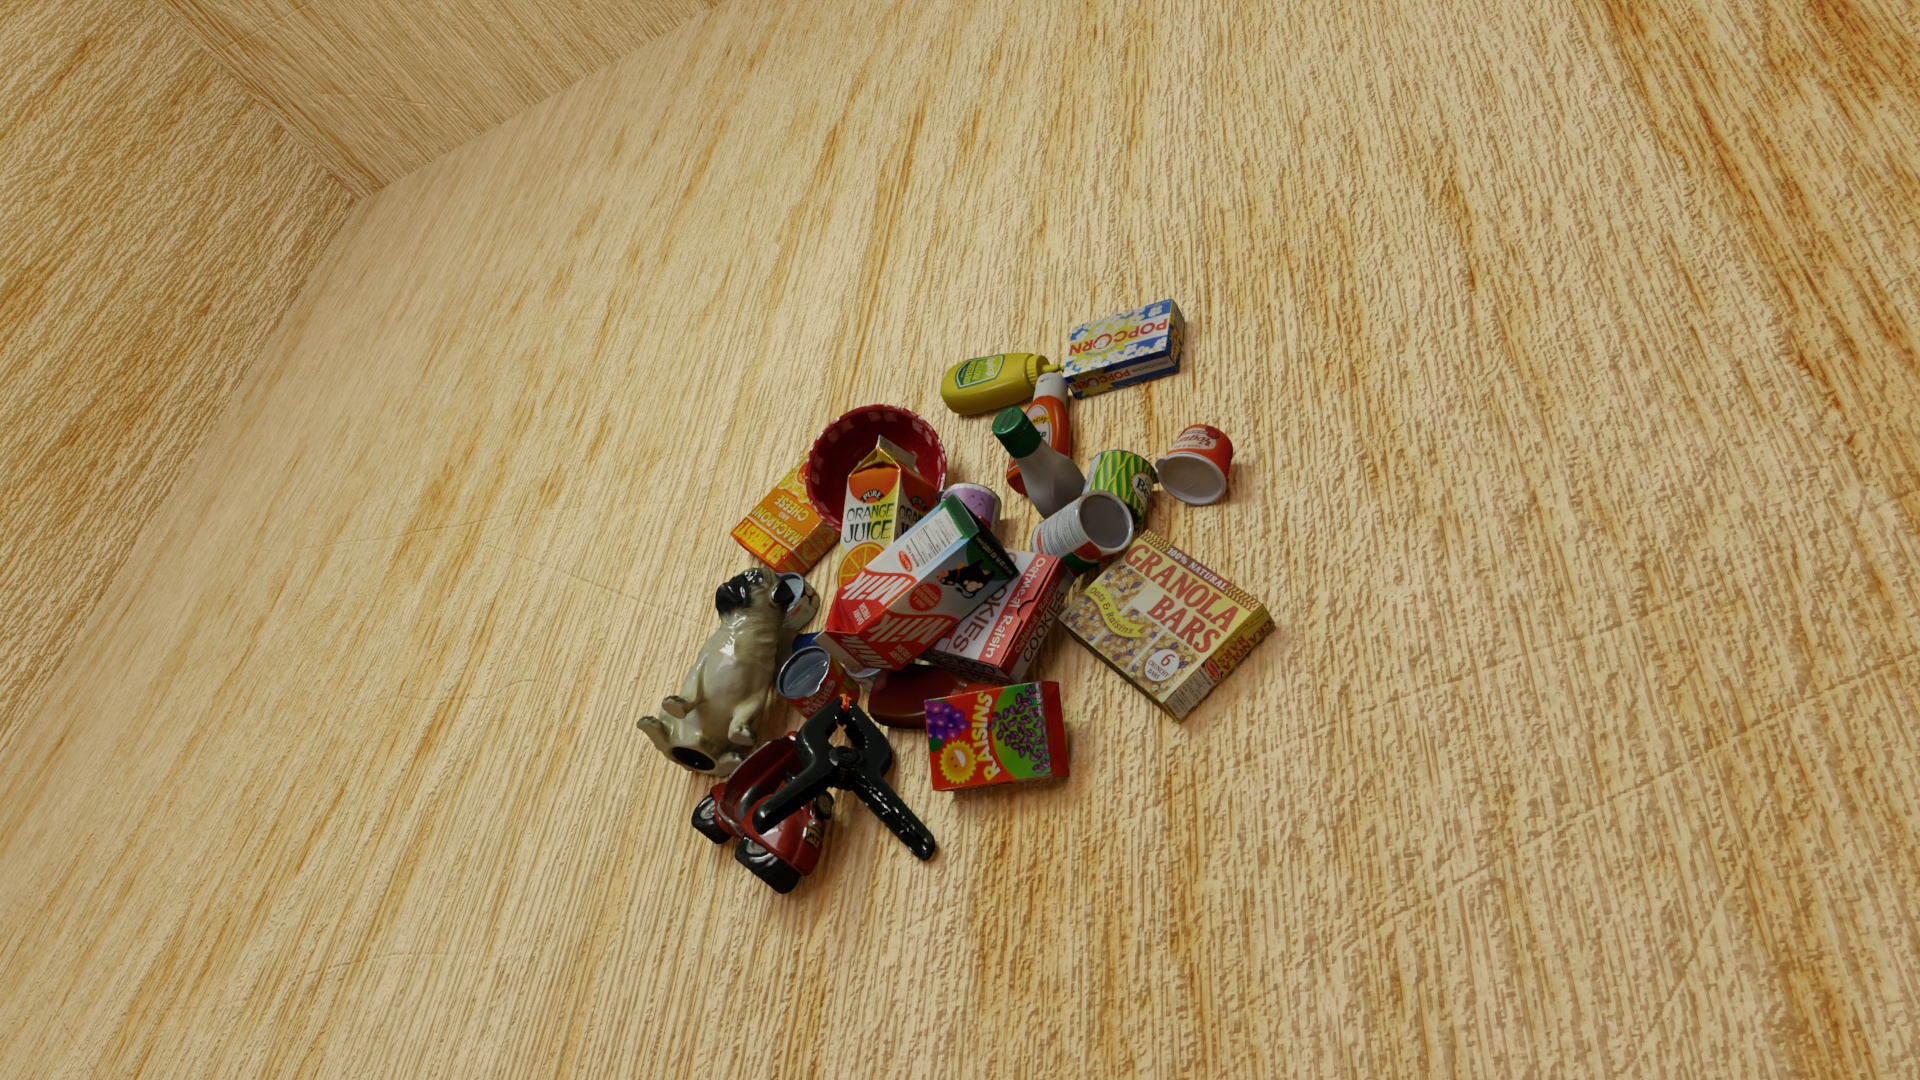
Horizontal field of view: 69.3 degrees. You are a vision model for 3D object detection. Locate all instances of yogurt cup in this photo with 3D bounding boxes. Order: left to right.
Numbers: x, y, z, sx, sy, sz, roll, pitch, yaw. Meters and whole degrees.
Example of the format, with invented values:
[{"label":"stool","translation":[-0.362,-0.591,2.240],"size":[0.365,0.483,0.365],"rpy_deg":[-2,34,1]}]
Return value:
[{"label":"yogurt cup","translation":[0.231,-0.076,1.346],"size":[0.072,0.072,0.054],"rpy_deg":[-4,42,36]}]

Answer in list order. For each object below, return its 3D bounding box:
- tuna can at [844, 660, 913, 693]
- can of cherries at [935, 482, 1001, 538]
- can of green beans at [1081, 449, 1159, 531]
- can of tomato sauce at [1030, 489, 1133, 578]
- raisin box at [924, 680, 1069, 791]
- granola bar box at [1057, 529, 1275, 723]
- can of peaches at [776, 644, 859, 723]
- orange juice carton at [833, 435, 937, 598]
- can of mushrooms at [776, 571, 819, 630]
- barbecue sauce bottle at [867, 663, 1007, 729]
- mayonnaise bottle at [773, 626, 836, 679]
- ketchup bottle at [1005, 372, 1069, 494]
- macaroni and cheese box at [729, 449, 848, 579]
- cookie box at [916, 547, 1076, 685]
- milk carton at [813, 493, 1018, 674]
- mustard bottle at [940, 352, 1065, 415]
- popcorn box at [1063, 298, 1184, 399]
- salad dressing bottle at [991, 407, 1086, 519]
[{"label":"tuna can","translation":[-0.081,0.120,1.423],"size":[0.071,0.032,0.071],"rpy_deg":[-22,42,21]},{"label":"can of cherries","translation":[0.005,-0.018,1.463],"size":[0.071,0.071,0.059],"rpy_deg":[-15,45,27]},{"label":"can of green beans","translation":[0.155,-0.048,1.375],"size":[0.071,0.071,0.058],"rpy_deg":[-6,50,35]},{"label":"can of tomato sauce","translation":[0.119,-0.005,1.339],"size":[0.082,0.071,0.071],"rpy_deg":[-36,27,54]},{"label":"raisin box","translation":[0.031,0.176,1.248],"size":[0.123,0.040,0.086],"rpy_deg":[-13,76,28]},{"label":"granola bar box","translation":[0.183,0.074,1.255],"size":[0.124,0.039,0.166],"rpy_deg":[-44,38,-5]},{"label":"can of peaches","translation":[-0.145,0.151,1.424],"size":[0.071,0.058,0.071],"rpy_deg":[-21,42,20]},{"label":"orange juice carton","translation":[-0.076,-0.010,1.468],"size":[0.073,0.072,0.193],"rpy_deg":[-7,70,34]},{"label":"can of mushrooms","translation":[-0.195,0.069,1.564],"size":[0.071,0.033,0.071],"rpy_deg":[-22,42,21]},{"label":"barbecue sauce bottle","translation":[-0.018,0.152,1.335],"size":[0.148,0.043,0.065],"rpy_deg":[0,53,37]},{"label":"mayonnaise bottle","translation":[-0.201,0.124,1.509],"size":[0.148,0.041,0.065],"rpy_deg":[-10,54,30]},{"label":"ketchup bottle","translation":[0.091,-0.119,1.514],"size":[0.064,0.043,0.149],"rpy_deg":[-16,43,31]},{"label":"macaroni and cheese box","translation":[-0.179,-0.036,1.650],"size":[0.167,0.040,0.124],"rpy_deg":[-47,39,-11]},{"label":"cookie box","translation":[0.015,0.064,1.343],"size":[0.167,0.040,0.123],"rpy_deg":[10,63,45]},{"label":"milk carton","translation":[-0.048,0.052,1.320],"size":[0.190,0.072,0.074],"rpy_deg":[-39,39,5]},{"label":"mustard bottle","translation":[0.055,-0.188,1.605],"size":[0.160,0.048,0.065],"rpy_deg":[-9,49,32]},{"label":"popcorn box","translation":[0.181,-0.212,1.537],"size":[0.126,0.038,0.085],"rpy_deg":[-12,46,29]},{"label":"salad dressing bottle","translation":[0.082,-0.073,1.392],"size":[0.044,0.147,0.064],"rpy_deg":[1,53,40]}]
